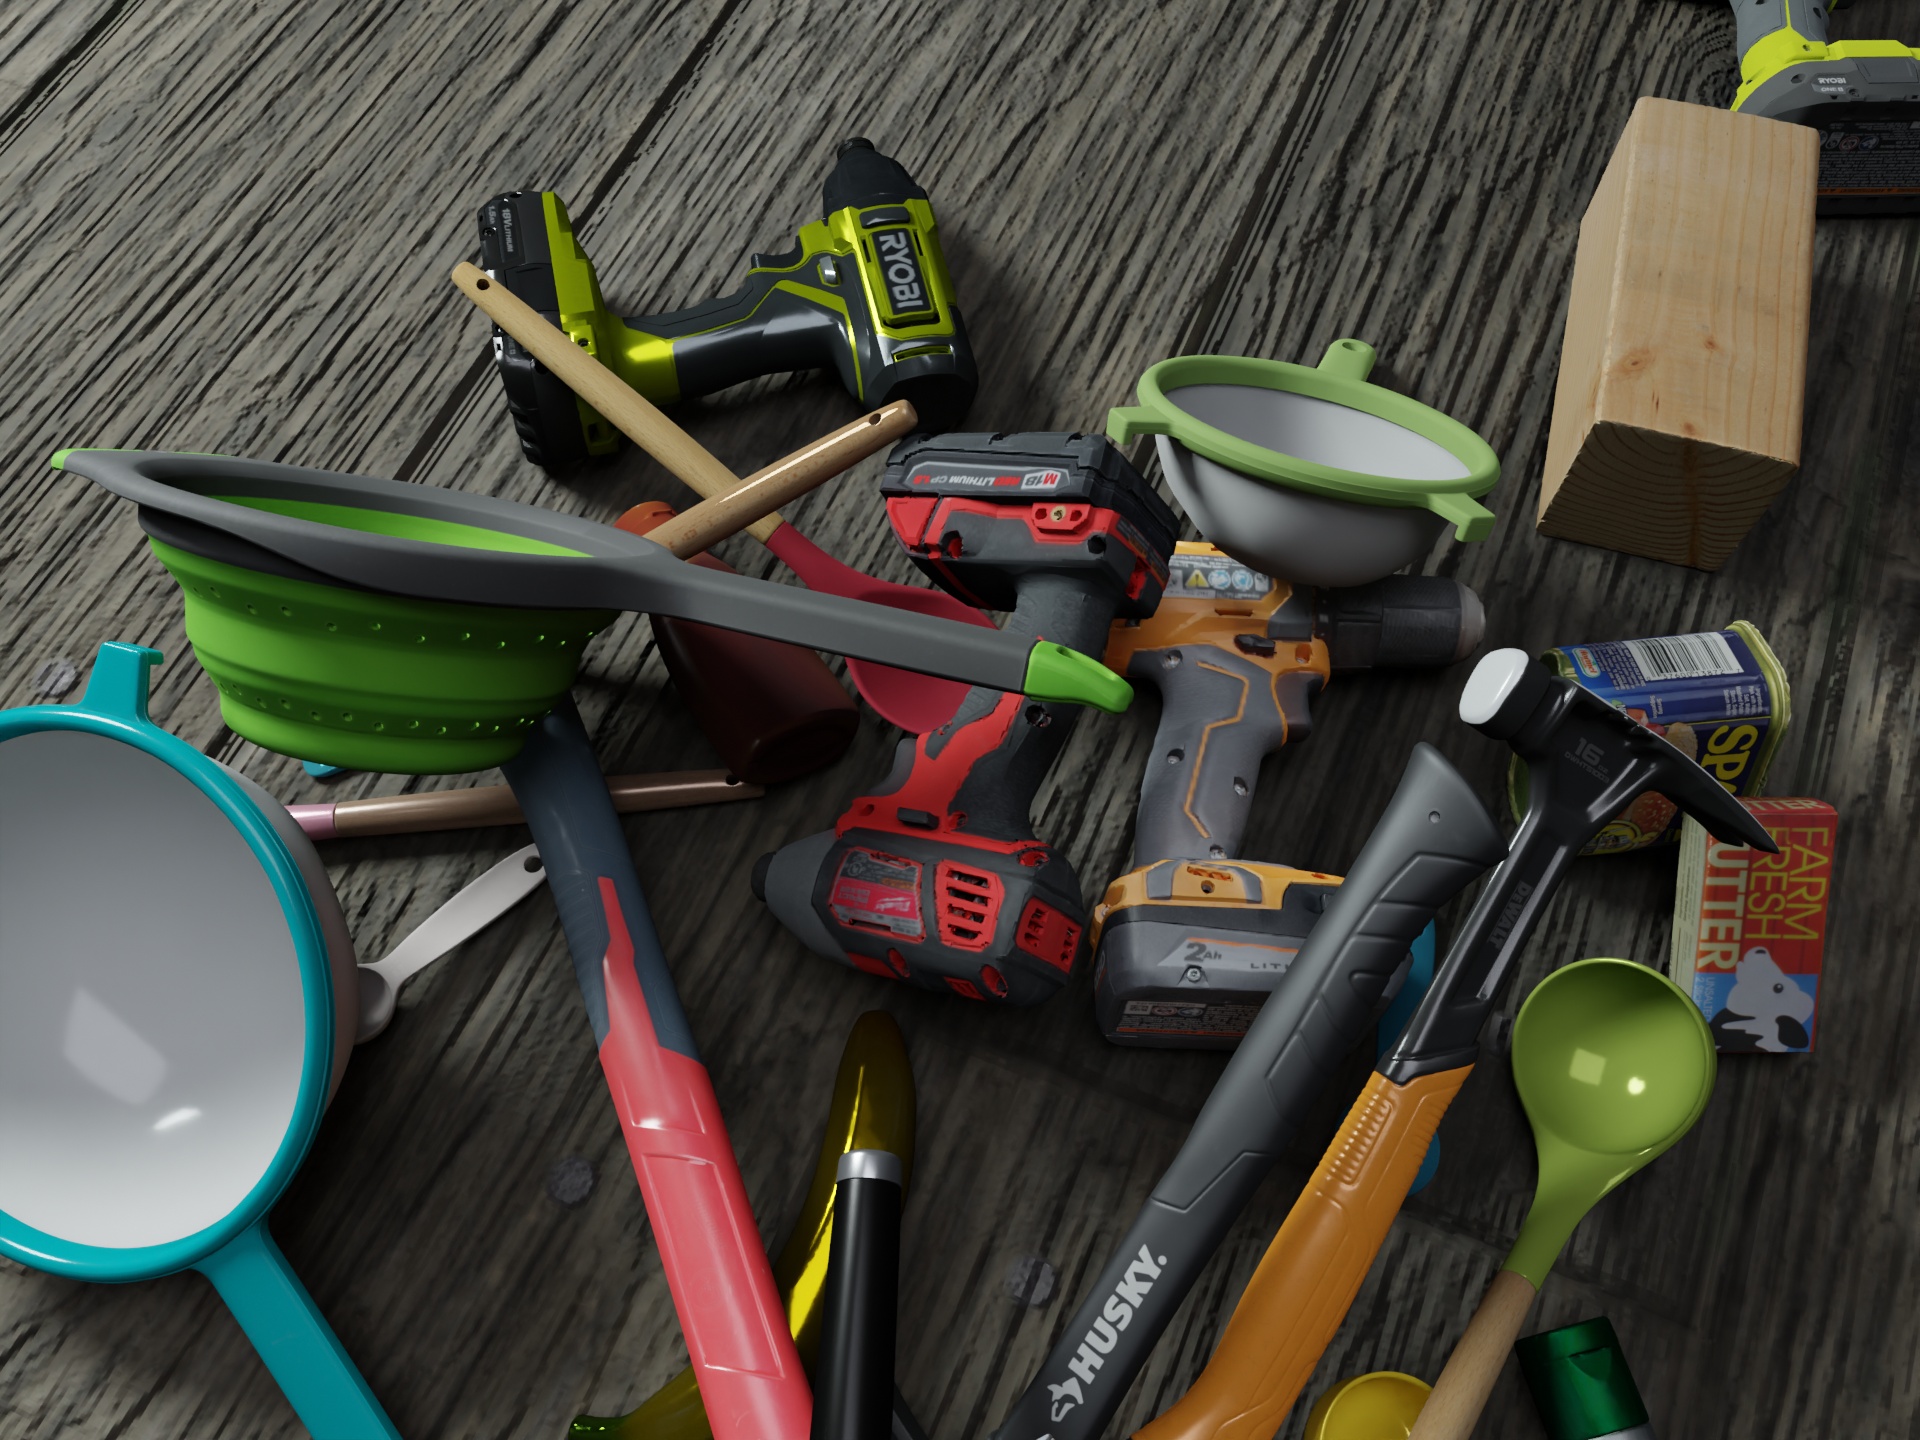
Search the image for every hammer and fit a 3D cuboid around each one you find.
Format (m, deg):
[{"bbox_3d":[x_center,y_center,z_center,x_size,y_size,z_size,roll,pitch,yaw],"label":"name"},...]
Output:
[{"bbox_3d":[0.164,0.148,0.577,0.127,0.034,0.337,31,88,-11],"label":"hammer"},{"bbox_3d":[-0.102,0.122,0.599,0.143,0.038,0.387,-22,60,-6],"label":"hammer"},{"bbox_3d":[0.082,0.156,0.551,0.146,0.035,0.335,33,93,28],"label":"hammer"}]

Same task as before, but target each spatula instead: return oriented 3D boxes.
[{"bbox_3d":[-0.160,-0.066,0.698,0.317,0.044,0.082,-26,61,18],"label":"spatula"}]

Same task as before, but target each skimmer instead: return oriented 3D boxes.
[{"bbox_3d":[-0.058,0.288,0.424,0.127,0.090,0.364,-18,51,31],"label":"skimmer"}]

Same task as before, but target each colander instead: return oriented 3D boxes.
[{"bbox_3d":[-0.138,-0.018,0.591,0.397,0.204,0.094,13,100,9],"label":"colander"}]

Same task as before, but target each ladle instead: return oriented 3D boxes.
[{"bbox_3d":[0.183,0.214,0.563,0.078,0.062,0.320,8,46,45],"label":"ladle"},{"bbox_3d":[-0.104,-0.100,0.717,0.315,0.031,0.069,40,69,-2],"label":"ladle"}]

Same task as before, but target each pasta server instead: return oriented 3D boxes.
[{"bbox_3d":[-0.244,0.039,0.688,0.316,0.040,0.060,-5,72,-4],"label":"pasta server"}]

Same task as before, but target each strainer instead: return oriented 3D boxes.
[{"bbox_3d":[-0.274,0.149,0.608,0.211,0.095,0.340,-34,88,14],"label":"strainer"},{"bbox_3d":[0.158,-0.118,0.713,0.151,0.069,0.256,18,27,11],"label":"strainer"}]

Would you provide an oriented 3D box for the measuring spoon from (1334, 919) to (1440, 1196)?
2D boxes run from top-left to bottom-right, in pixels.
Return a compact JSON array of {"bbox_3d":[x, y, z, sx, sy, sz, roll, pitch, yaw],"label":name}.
[{"bbox_3d":[0.181,0.129,0.650,0.042,0.021,0.129,12,65,6],"label":"measuring spoon"}]

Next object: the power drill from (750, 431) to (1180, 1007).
[{"bbox_3d":[-0.001,-0.002,0.642,0.143,0.078,0.220,6,72,35],"label":"power drill"}]

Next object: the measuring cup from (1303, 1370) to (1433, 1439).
[{"bbox_3d":[0.181,0.305,0.568,0.062,0.029,0.156,-33,80,-22],"label":"measuring cup"}]

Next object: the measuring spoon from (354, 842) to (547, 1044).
[{"bbox_3d":[-0.218,0.094,0.677,0.034,0.018,0.124,40,63,20],"label":"measuring spoon"}]

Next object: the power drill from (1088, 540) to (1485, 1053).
[{"bbox_3d":[0.139,0.022,0.676,0.185,0.084,0.226,2,59,-1],"label":"power drill"}]

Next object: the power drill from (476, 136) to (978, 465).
[{"bbox_3d":[-0.117,-0.213,0.794,0.223,0.080,0.171,-10,65,-9],"label":"power drill"}]

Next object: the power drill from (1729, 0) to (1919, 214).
[{"bbox_3d":[0.488,-0.391,0.879,0.190,0.080,0.229,0,61,0],"label":"power drill"}]
